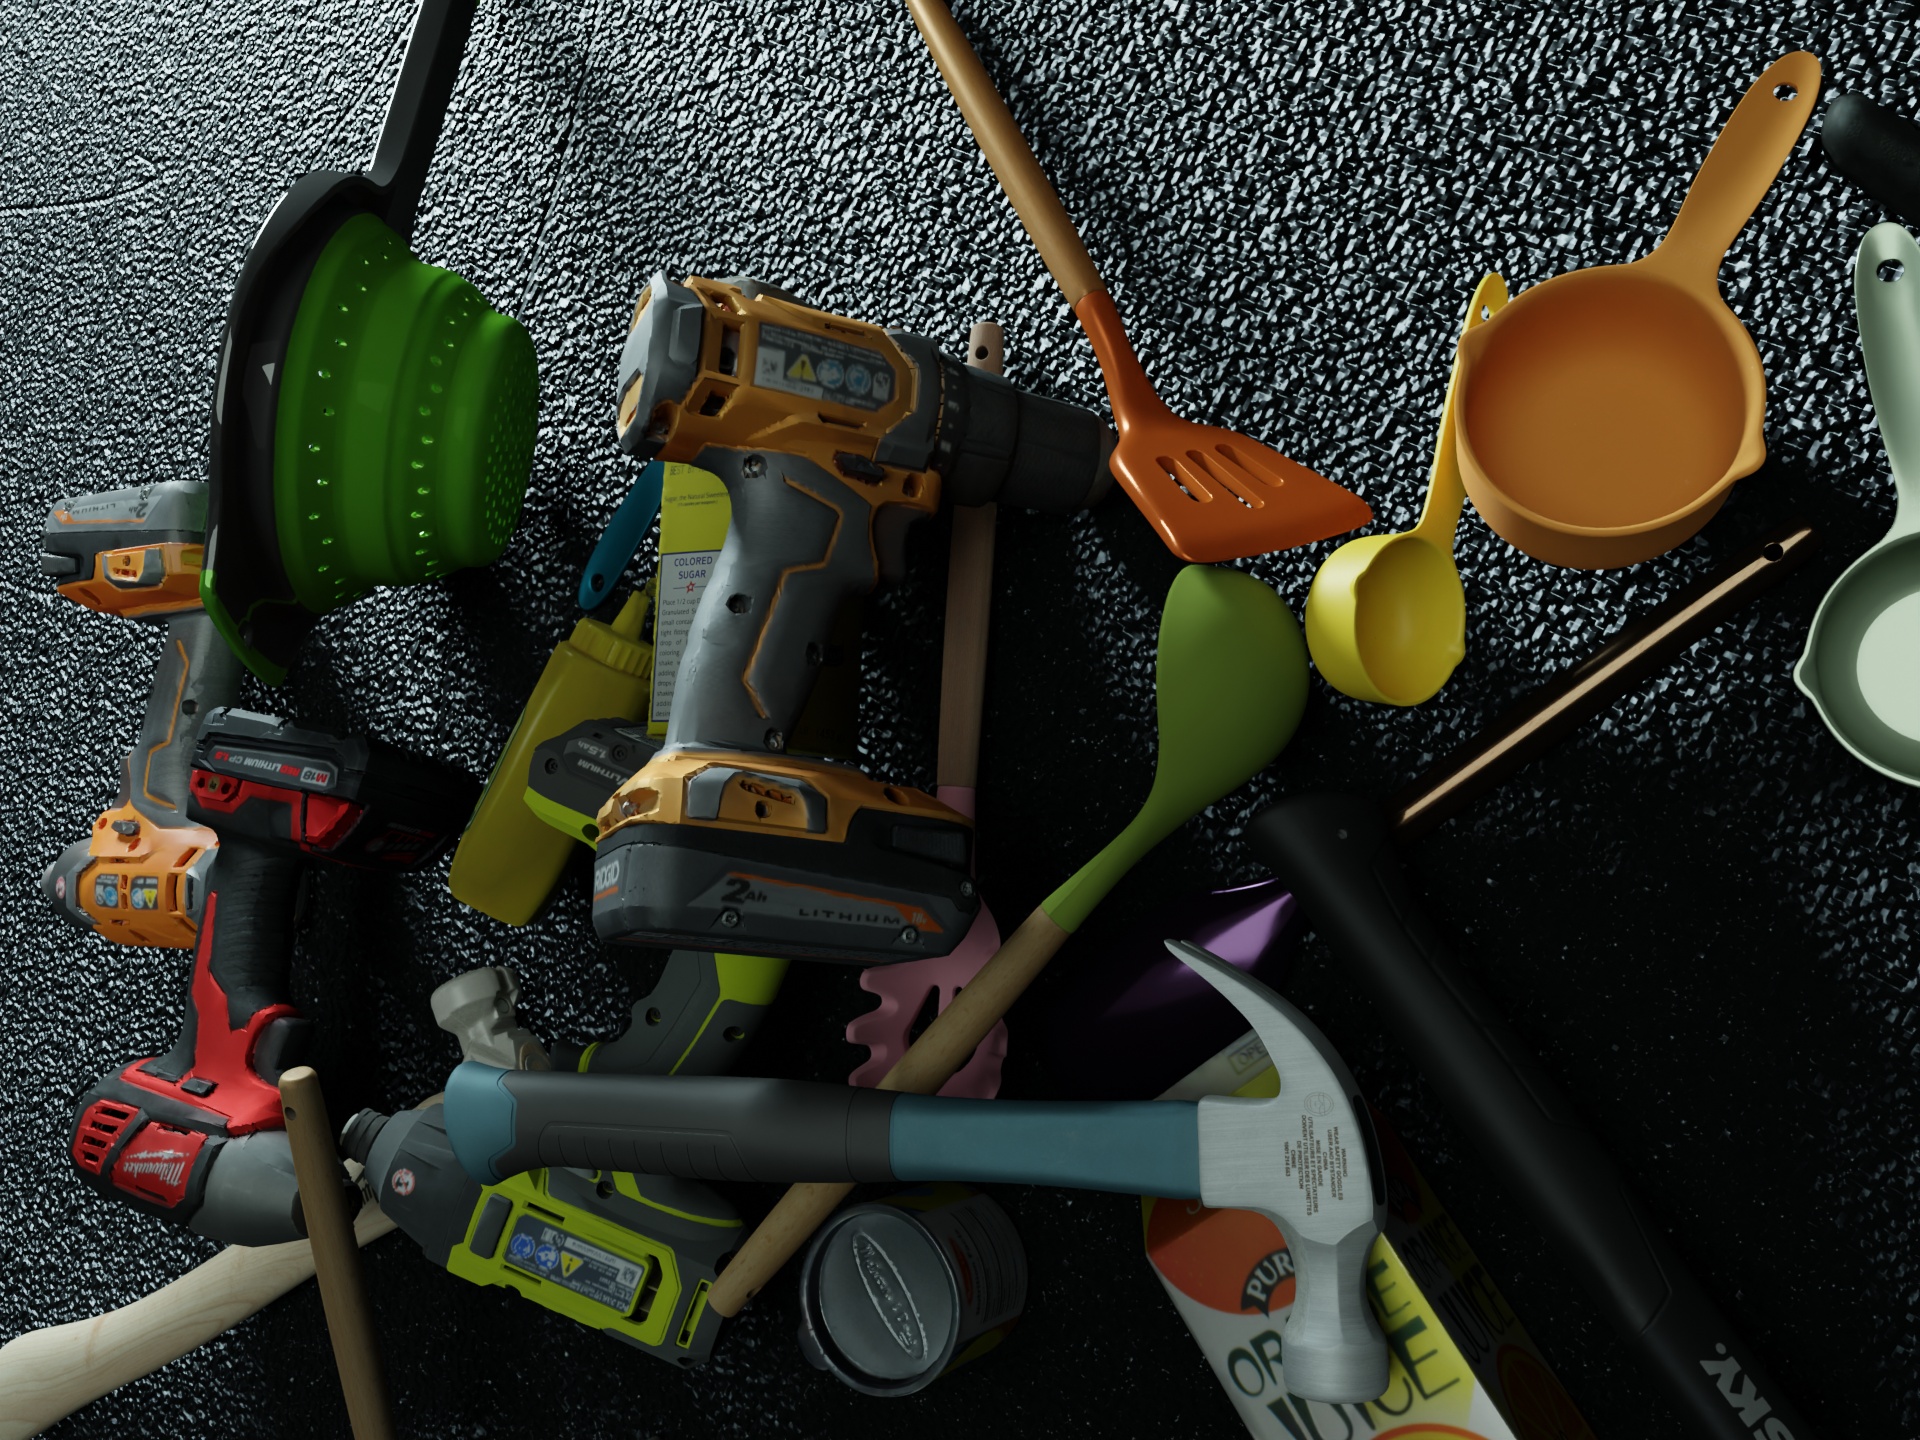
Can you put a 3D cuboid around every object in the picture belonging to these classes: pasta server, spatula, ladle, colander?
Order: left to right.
[{"bbox_3d":[-0.233,-0.205,0.728,0.094,0.204,0.397,10,70,-5],"label":"colander"},{"bbox_3d":[-0.001,-0.002,0.613,0.060,0.040,0.316,3,84,12],"label":"pasta server"},{"bbox_3d":[0.008,0.081,0.557,0.320,0.078,0.062,-50,60,7],"label":"ladle"},{"bbox_3d":[0.044,-0.184,0.606,0.323,0.081,0.041,65,155,22],"label":"spatula"},{"bbox_3d":[0.148,0.038,0.539,0.316,0.018,0.060,-40,70,19],"label":"spatula"}]

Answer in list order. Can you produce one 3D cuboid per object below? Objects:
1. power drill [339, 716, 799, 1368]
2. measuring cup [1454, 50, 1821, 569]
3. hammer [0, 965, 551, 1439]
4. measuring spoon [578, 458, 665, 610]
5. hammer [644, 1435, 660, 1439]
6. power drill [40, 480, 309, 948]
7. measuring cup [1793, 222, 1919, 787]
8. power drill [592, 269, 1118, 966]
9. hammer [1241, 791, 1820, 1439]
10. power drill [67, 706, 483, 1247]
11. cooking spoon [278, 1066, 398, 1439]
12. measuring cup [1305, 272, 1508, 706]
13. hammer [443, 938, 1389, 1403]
[{"bbox_3d":[-0.137,0.119,0.625,0.171,0.080,0.223,22,94,6],"label":"power drill"},{"bbox_3d":[0.223,-0.127,0.504,0.095,0.052,0.173,29,84,21],"label":"measuring cup"},{"bbox_3d":[-0.336,0.272,0.760,0.410,0.038,0.146,-33,71,22],"label":"hammer"},{"bbox_3d":[-0.133,-0.099,0.711,0.042,0.021,0.128,48,115,23],"label":"measuring spoon"},{"bbox_3d":[0.002,0.295,0.529,0.359,0.036,0.149,-31,71,37],"label":"hammer"},{"bbox_3d":[-0.409,0.002,0.808,0.164,0.084,0.226,-3,87,28],"label":"power drill"},{"bbox_3d":[0.283,-0.061,0.465,0.083,0.038,0.168,-9,81,27],"label":"measuring cup"},{"bbox_3d":[-0.032,-0.031,0.553,0.084,0.185,0.226,154,121,-63],"label":"power drill"},{"bbox_3d":[0.186,0.157,0.454,0.146,0.035,0.335,-23,63,-22],"label":"hammer"},{"bbox_3d":[-0.296,0.114,0.696,0.143,0.078,0.220,9,79,26],"label":"power drill"},{"bbox_3d":[-0.243,0.288,0.658,0.069,0.017,0.318,3,108,26],"label":"cooking spoon"},{"bbox_3d":[0.155,-0.080,0.540,0.029,0.062,0.156,3,72,53],"label":"measuring cup"},{"bbox_3d":[-0.032,0.137,0.519,0.331,0.033,0.128,-4,79,23],"label":"hammer"}]
